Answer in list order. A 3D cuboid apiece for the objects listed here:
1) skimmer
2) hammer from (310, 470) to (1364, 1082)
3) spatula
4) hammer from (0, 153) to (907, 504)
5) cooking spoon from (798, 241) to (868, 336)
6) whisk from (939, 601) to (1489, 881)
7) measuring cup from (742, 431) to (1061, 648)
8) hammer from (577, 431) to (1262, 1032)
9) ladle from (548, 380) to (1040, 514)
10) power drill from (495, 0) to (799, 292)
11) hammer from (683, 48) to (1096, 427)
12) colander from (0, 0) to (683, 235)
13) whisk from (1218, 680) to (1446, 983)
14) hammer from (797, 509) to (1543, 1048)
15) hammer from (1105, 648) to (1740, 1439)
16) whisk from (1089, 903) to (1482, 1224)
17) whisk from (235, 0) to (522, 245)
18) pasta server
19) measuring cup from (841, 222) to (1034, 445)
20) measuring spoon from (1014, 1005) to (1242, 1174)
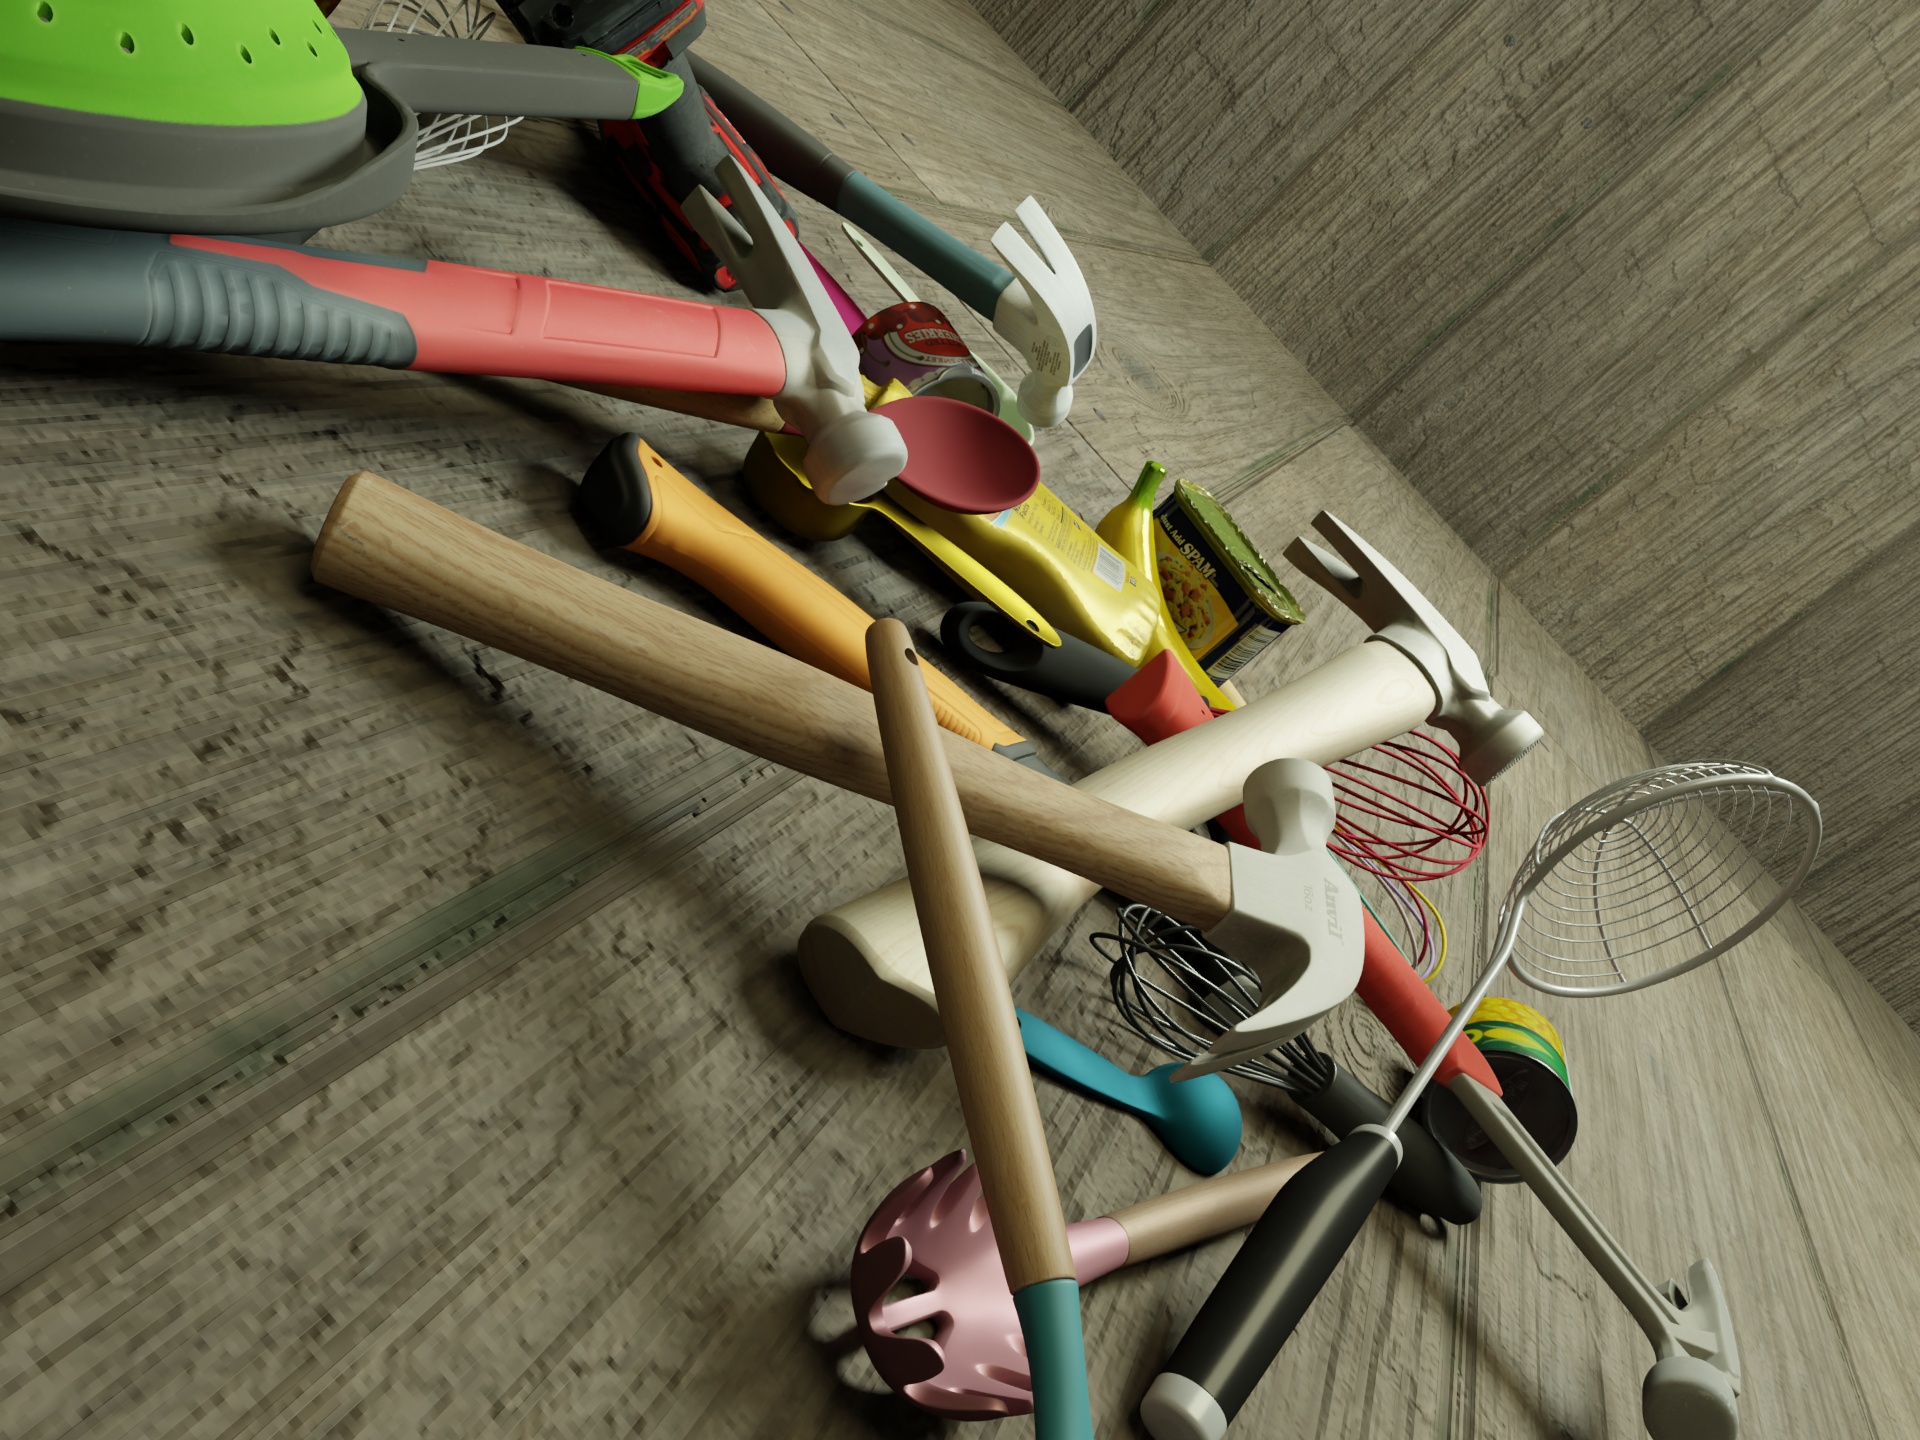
[{"bbox_3d":[0.190,0.123,0.533,0.090,0.127,0.363,33,45,22],"label":"skimmer"},{"bbox_3d":[-0.021,0.012,0.465,0.331,0.031,0.130,23,41,-17],"label":"hammer"},{"bbox_3d":[0.023,0.102,0.368,0.082,0.044,0.318,27,39,-50],"label":"spatula"},{"bbox_3d":[-0.164,-0.130,0.459,0.386,0.038,0.143,-11,69,-56],"label":"hammer"},{"bbox_3d":[-0.132,-0.316,0.916,0.319,0.017,0.068,53,23,11],"label":"cooking spoon"},{"bbox_3d":[0.125,0.007,0.733,0.295,0.073,0.073,21,30,-16],"label":"whisk"},{"bbox_3d":[-0.025,-0.071,0.675,0.156,0.029,0.062,37,28,-10],"label":"measuring cup"},{"bbox_3d":[-0.001,-0.002,0.618,0.336,0.034,0.127,36,26,-24],"label":"hammer"},{"bbox_3d":[-0.091,-0.123,0.611,0.315,0.031,0.069,6,48,-43],"label":"ladle"},{"bbox_3d":[-0.149,-0.297,0.710,0.143,0.078,0.219,53,-2,15],"label":"power drill"},{"bbox_3d":[-0.070,-0.280,0.823,0.331,0.033,0.128,36,-19,6],"label":"hammer"},{"bbox_3d":[-0.191,-0.216,0.431,0.204,0.094,0.397,27,28,15],"label":"colander"},{"bbox_3d":[0.182,0.045,0.854,0.051,0.047,0.245,21,31,-44],"label":"whisk"},{"bbox_3d":[0.088,0.012,0.600,0.410,0.038,0.146,-22,67,-47],"label":"hammer"},{"bbox_3d":[0.187,0.118,0.658,0.359,0.036,0.149,52,19,10],"label":"hammer"},{"bbox_3d":[0.134,0.140,0.618,0.238,0.055,0.055,40,23,-28],"label":"whisk"},{"bbox_3d":[-0.211,-0.199,0.551,0.070,0.070,0.285,37,30,-22],"label":"whisk"},{"bbox_3d":[0.063,0.151,0.480,0.316,0.040,0.060,12,53,-56],"label":"pasta server"},{"bbox_3d":[-0.025,-0.208,0.897,0.167,0.038,0.083,52,24,7],"label":"measuring cup"},{"bbox_3d":[0.055,0.116,0.538,0.128,0.021,0.042,33,26,-32],"label":"measuring spoon"}]
